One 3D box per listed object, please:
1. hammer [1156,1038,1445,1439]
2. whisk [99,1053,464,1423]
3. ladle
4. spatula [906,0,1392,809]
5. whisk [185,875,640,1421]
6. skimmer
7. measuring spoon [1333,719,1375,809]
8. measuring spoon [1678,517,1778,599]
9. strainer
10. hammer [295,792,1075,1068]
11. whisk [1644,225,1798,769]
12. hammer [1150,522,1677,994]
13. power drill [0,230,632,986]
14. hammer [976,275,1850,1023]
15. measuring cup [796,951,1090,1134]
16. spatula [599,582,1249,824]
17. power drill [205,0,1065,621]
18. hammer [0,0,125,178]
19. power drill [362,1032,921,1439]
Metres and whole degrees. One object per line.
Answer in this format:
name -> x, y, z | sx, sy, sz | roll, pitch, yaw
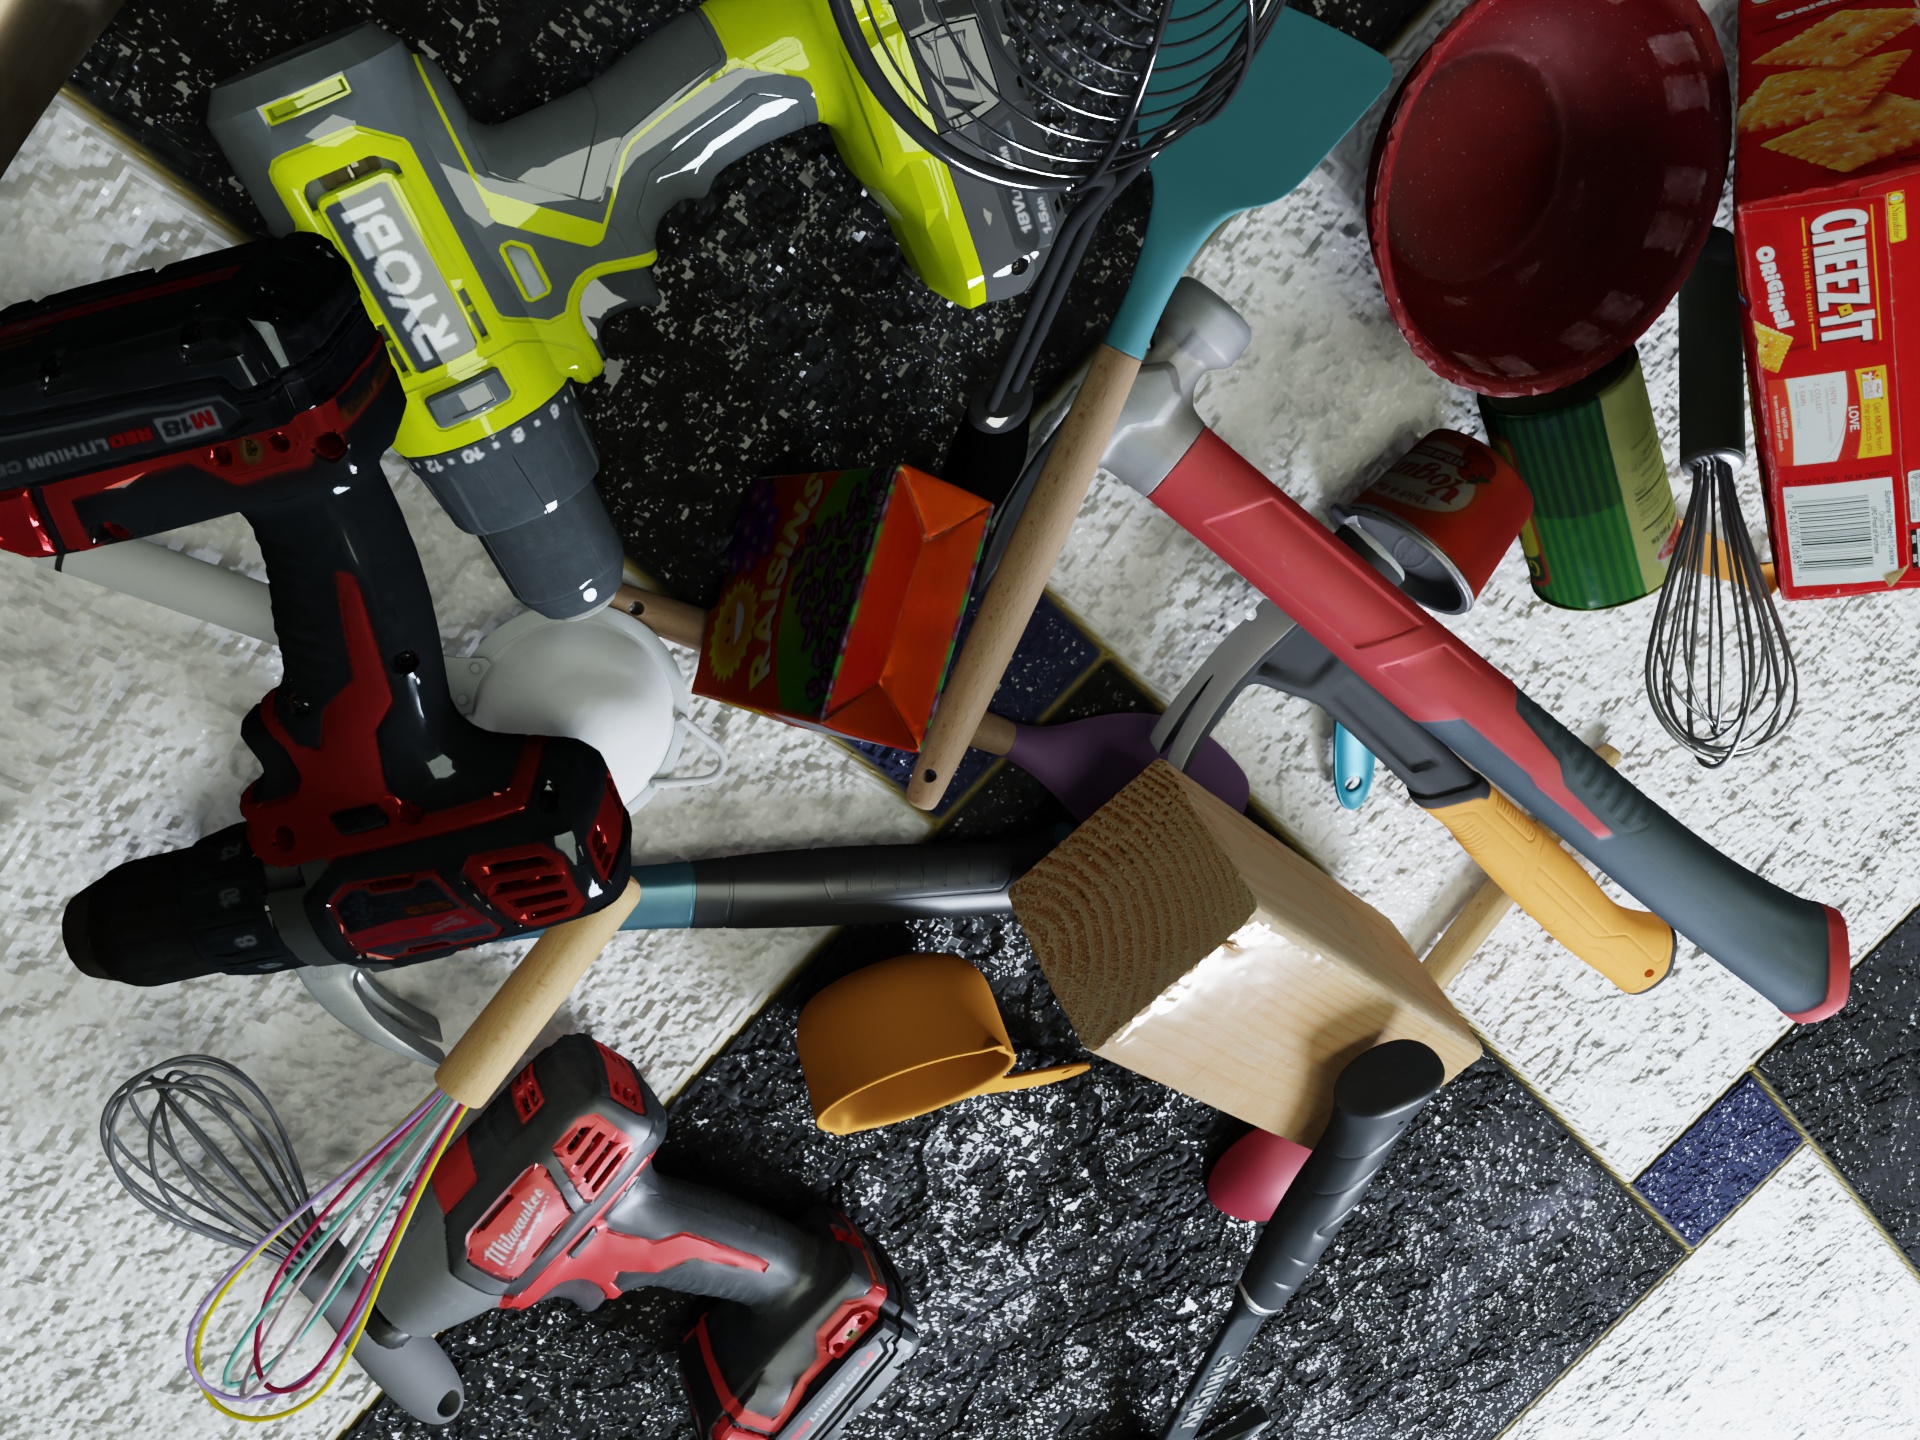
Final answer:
hammer -> 0.146, 0.291, 0.782 | 0.149, 0.036, 0.408 | -7, 134, -23
whisk -> -0.261, 0.218, 0.636 | 0.055, 0.055, 0.238 | -27, 126, -9
ladle -> 0.237, 0.140, 0.818 | 0.069, 0.031, 0.315 | 32, 97, -32
spatula -> 0.051, -0.109, 0.582 | 0.082, 0.044, 0.317 | 26, 103, 6
whisk -> -0.196, 0.156, 0.589 | 0.245, 0.047, 0.051 | -53, 153, -2
skimmer -> 0.007, -0.141, 0.452 | 0.127, 0.363, 0.090 | -34, 83, -16
measuring spoon -> 0.175, -0.015, 0.722 | 0.042, 0.021, 0.128 | -14, 124, -8
measuring spoon -> 0.355, -0.083, 0.769 | 0.116, 0.011, 0.021 | 16, 108, -24
strainer -> -0.195, -0.021, 0.541 | 0.258, 0.050, 0.087 | 21, 92, -21
hammer -> -0.095, 0.068, 0.639 | 0.331, 0.033, 0.128 | -1, 114, -22
whisk -> 0.308, -0.097, 0.651 | 0.058, 0.059, 0.246 | 7, 70, 4
hammer -> 0.235, 0.050, 0.743 | 0.336, 0.034, 0.127 | 36, 104, -31
power drill -> -0.221, -0.012, 0.482 | 0.188, 0.080, 0.226 | -13, 123, 5
hammer -> 0.189, 0.005, 0.629 | 0.386, 0.038, 0.143 | 39, 99, -6
measuring cup -> 0.000, 0.139, 0.706 | 0.095, 0.052, 0.173 | -35, 154, 29
spatula -> -0.001, -0.002, 0.653 | 0.315, 0.018, 0.060 | 19, 91, -29
power drill -> -0.089, -0.151, 0.512 | 0.228, 0.080, 0.190 | -27, 121, -6
hammer -> -0.322, -0.078, 0.429 | 0.038, 0.146, 0.410 | 31, 96, 4
power drill -> -0.134, 0.240, 0.677 | 0.143, 0.079, 0.219 | -47, 121, -1
